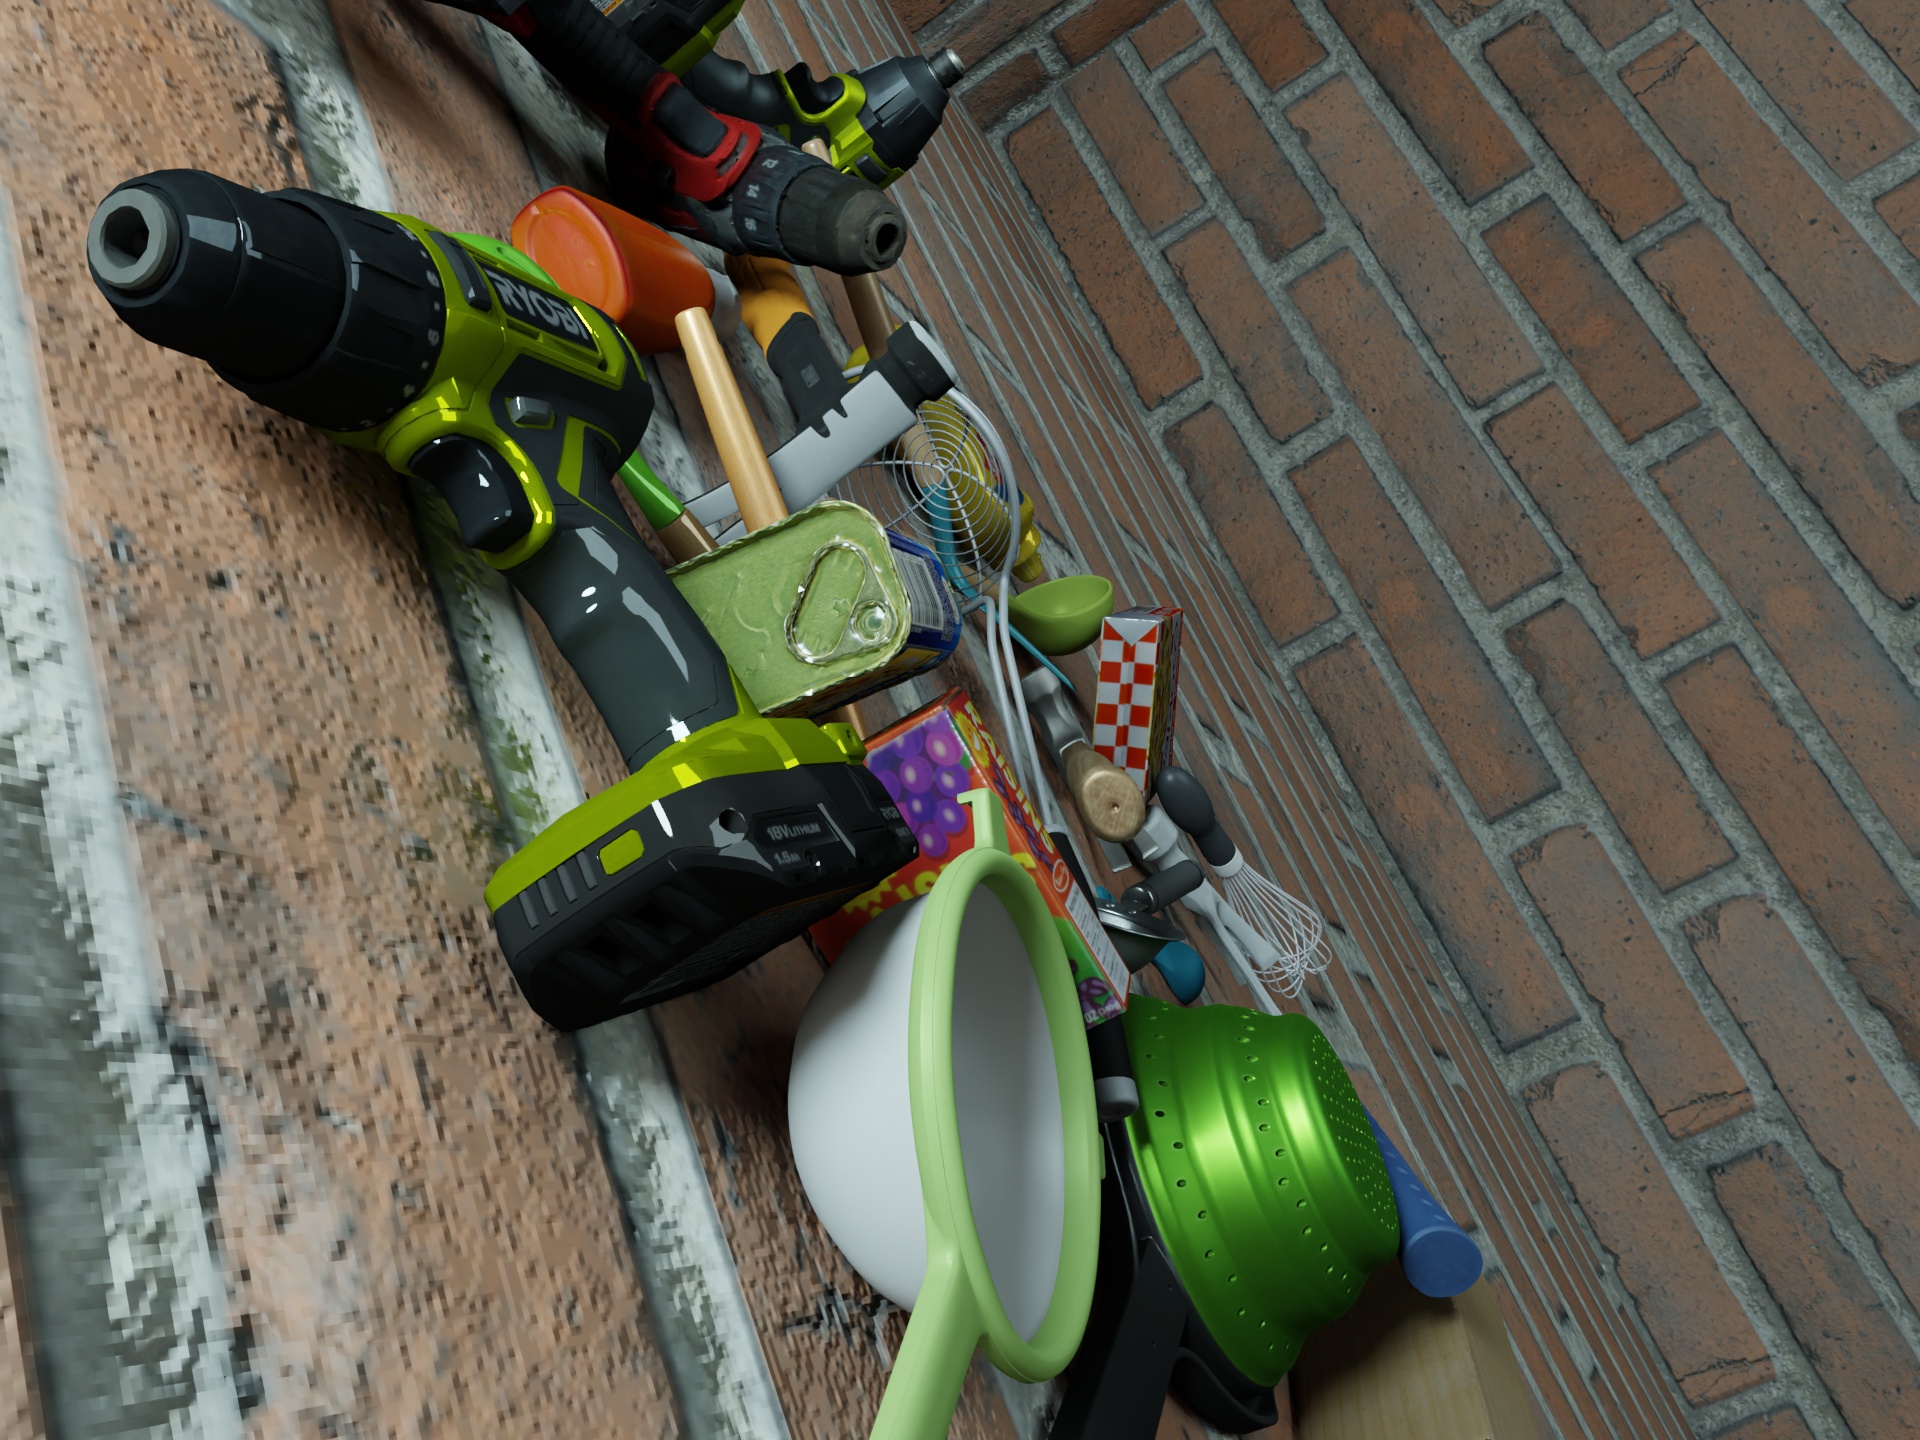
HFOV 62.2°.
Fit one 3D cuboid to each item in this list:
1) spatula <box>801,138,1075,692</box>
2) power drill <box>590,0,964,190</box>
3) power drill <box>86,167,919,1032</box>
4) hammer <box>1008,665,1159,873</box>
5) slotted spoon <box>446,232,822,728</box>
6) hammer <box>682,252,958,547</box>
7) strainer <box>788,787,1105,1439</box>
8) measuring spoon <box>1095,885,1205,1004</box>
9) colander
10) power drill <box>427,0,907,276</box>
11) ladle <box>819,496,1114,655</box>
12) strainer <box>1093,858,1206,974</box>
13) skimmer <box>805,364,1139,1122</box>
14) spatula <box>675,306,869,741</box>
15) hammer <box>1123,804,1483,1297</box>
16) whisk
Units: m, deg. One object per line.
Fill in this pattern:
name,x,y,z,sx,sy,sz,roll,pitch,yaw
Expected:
spatula,-0.014,-0.156,0.855,0.082,0.044,0.317,-124,-167,-72
power drill,-0.109,-0.362,0.887,0.223,0.171,0.080,24,38,-59
power drill,-0.116,-0.038,0.430,0.228,0.080,0.190,59,15,9
hammer,0.071,0.033,0.845,0.130,0.031,0.331,60,2,-1
slotted spoon,-0.097,-0.060,0.623,0.313,0.031,0.070,54,19,-23
hammer,-0.091,-0.185,0.784,0.034,0.127,0.337,48,9,-30
strainer,-0.021,0.139,0.426,0.256,0.069,0.151,-62,139,-61
measuring spoon,0.117,0.129,0.952,0.128,0.021,0.042,48,19,-42
colander,0.109,0.206,0.622,0.204,0.094,0.397,65,17,-1
power drill,-0.135,-0.282,0.700,0.188,0.080,0.226,31,-5,36
ladle,0.006,-0.095,0.965,0.320,0.078,0.062,20,69,-60
strainer,0.094,0.100,0.847,0.258,0.087,0.050,-8,112,-66
skimmer,-0.001,-0.002,0.690,0.090,0.127,0.364,10,50,-30
spatula,-0.040,-0.010,0.620,0.081,0.041,0.322,-161,-130,-88
hammer,0.188,0.178,0.898,0.144,0.035,0.406,49,6,-21
whisk,0.199,0.116,1.130,0.284,0.070,0.070,50,17,-43
